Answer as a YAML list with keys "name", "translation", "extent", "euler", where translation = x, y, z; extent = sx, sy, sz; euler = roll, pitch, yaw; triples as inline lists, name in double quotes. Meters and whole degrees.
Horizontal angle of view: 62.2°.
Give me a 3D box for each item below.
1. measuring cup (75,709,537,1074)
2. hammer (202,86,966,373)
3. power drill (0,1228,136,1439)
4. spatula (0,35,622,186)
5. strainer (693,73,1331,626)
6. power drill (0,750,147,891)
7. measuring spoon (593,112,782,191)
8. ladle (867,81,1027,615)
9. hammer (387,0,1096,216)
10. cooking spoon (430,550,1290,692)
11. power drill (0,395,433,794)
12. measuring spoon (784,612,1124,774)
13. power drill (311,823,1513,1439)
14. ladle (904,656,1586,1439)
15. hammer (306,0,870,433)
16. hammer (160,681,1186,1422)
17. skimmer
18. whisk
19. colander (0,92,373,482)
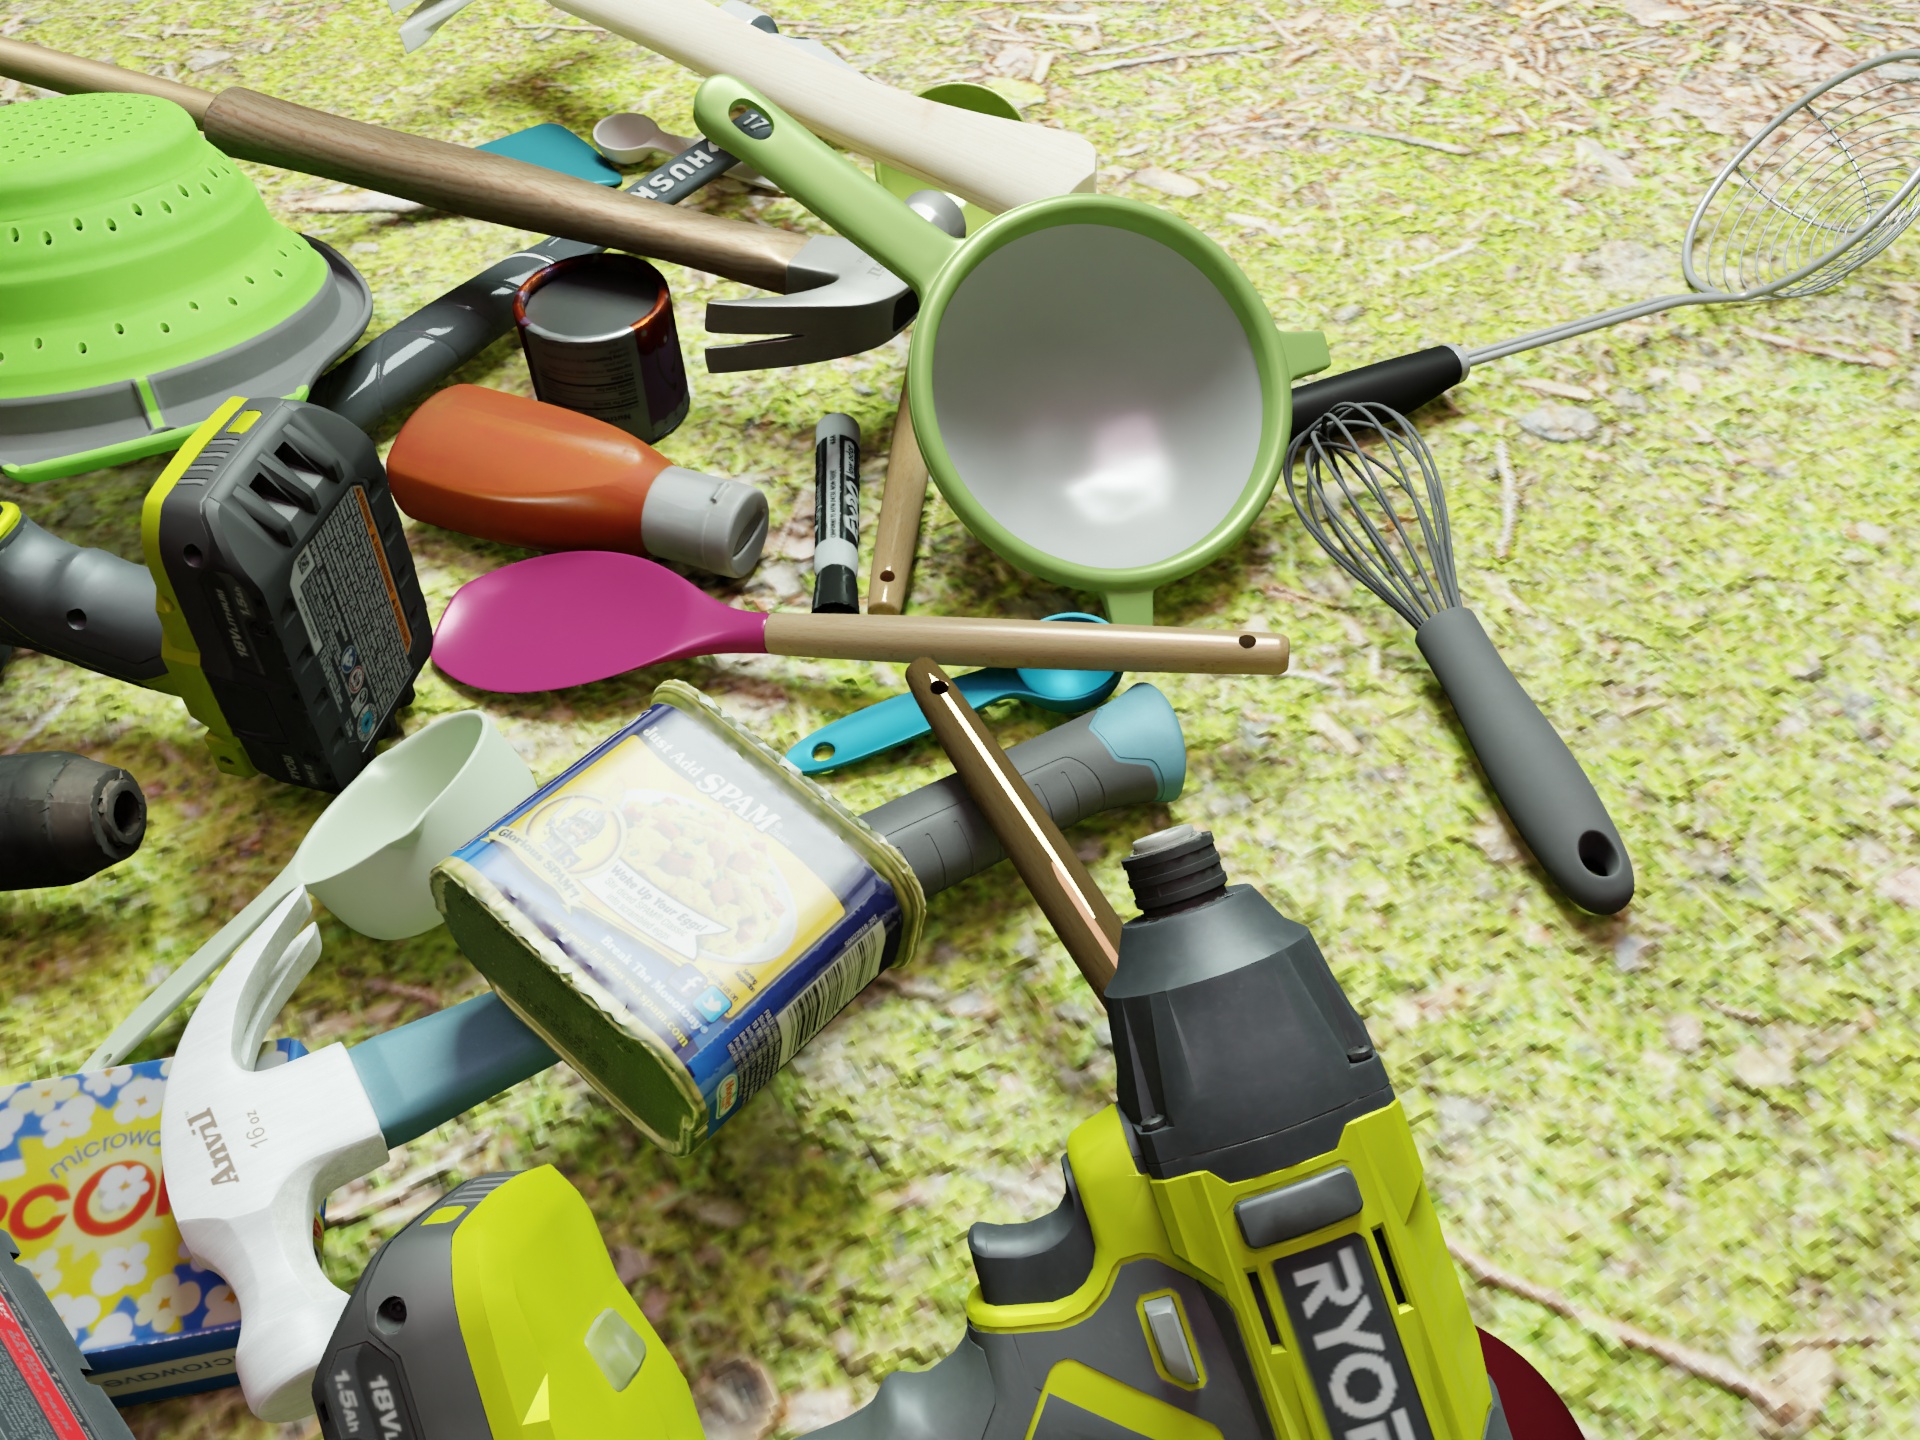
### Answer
- name: "measuring cup"
  translation: [-0.202, 0.066, 0.499]
  extent: [0.167, 0.038, 0.083]
  euler: [-44, 28, -10]
- name: "hammer"
  translation: [-0.173, -0.217, 0.671]
  extent: [0.331, 0.031, 0.130]
  euler: [17, 45, 12]
- name: "power drill"
  translation: [-0.296, 0.206, 0.325]
  extent: [0.219, 0.078, 0.143]
  euler: [-40, 70, -16]
- name: "spatula"
  translation: [-0.315, -0.288, 0.751]
  extent: [0.317, 0.044, 0.082]
  euler: [-1, 37, -46]
- name: "strainer"
  translation: [0.004, -0.150, 0.611]
  extent: [0.256, 0.069, 0.151]
  euler: [35, 78, -8]
- name: "power drill"
  translation: [-0.356, 0.077, 0.437]
  extent: [0.188, 0.080, 0.227]
  euler: [-5, 30, 4]
- name: "measuring spoon"
  translation: [-0.135, -0.291, 0.835]
  extent: [0.124, 0.018, 0.034]
  euler: [19, 55, 10]
- name: "ladle"
  translation: [-0.014, -0.171, 0.693]
  extent: [0.078, 0.062, 0.320]
  euler: [4, 51, 4]
- name: "hammer"
  translation: [-0.106, -0.309, 0.758]
  extent: [0.411, 0.038, 0.146]
  euler: [35, 64, 29]
- name: "cooking spoon"
  translation: [-0.044, -0.030, 0.573]
  extent: [0.319, 0.017, 0.069]
  euler: [3, 54, 14]
- name: "power drill"
  translation: [-0.308, -0.065, 0.522]
  extent: [0.228, 0.190, 0.080]
  euler: [11, 49, 6]
- name: "measuring spoon"
  translation: [-0.001, -0.002, 0.569]
  extent: [0.128, 0.021, 0.042]
  euler: [-21, 49, -4]
- name: "power drill"
  translation: [-0.008, 0.132, 0.341]
  extent: [0.223, 0.080, 0.171]
  euler: [-19, 88, 1]
- name: "ladle"
  translation: [0.063, 0.097, 0.436]
  extent: [0.069, 0.031, 0.316]
  euler: [-25, 59, -16]
- name: "hammer"
  translation: [-0.182, -0.216, 0.746]
  extent: [0.149, 0.036, 0.409]
  euler: [34, 59, 17]
- name: "hammer"
  translation: [-0.062, 0.062, 0.473]
  extent: [0.331, 0.033, 0.128]
  euler: [-23, 58, -27]
- name: "skimmer"
  translation: [0.258, -0.198, 0.682]
  extent: [0.363, 0.090, 0.127]
  euler: [-19, 17, -11]
- name: "whisk"
  translation: [0.177, -0.032, 0.569]
  extent: [0.055, 0.055, 0.239]
  euler: [-12, 53, -8]
- name: "colander"
  translation: [-0.394, -0.229, 0.692]
  extent: [0.204, 0.094, 0.398]
  euler: [-22, 40, -23]
